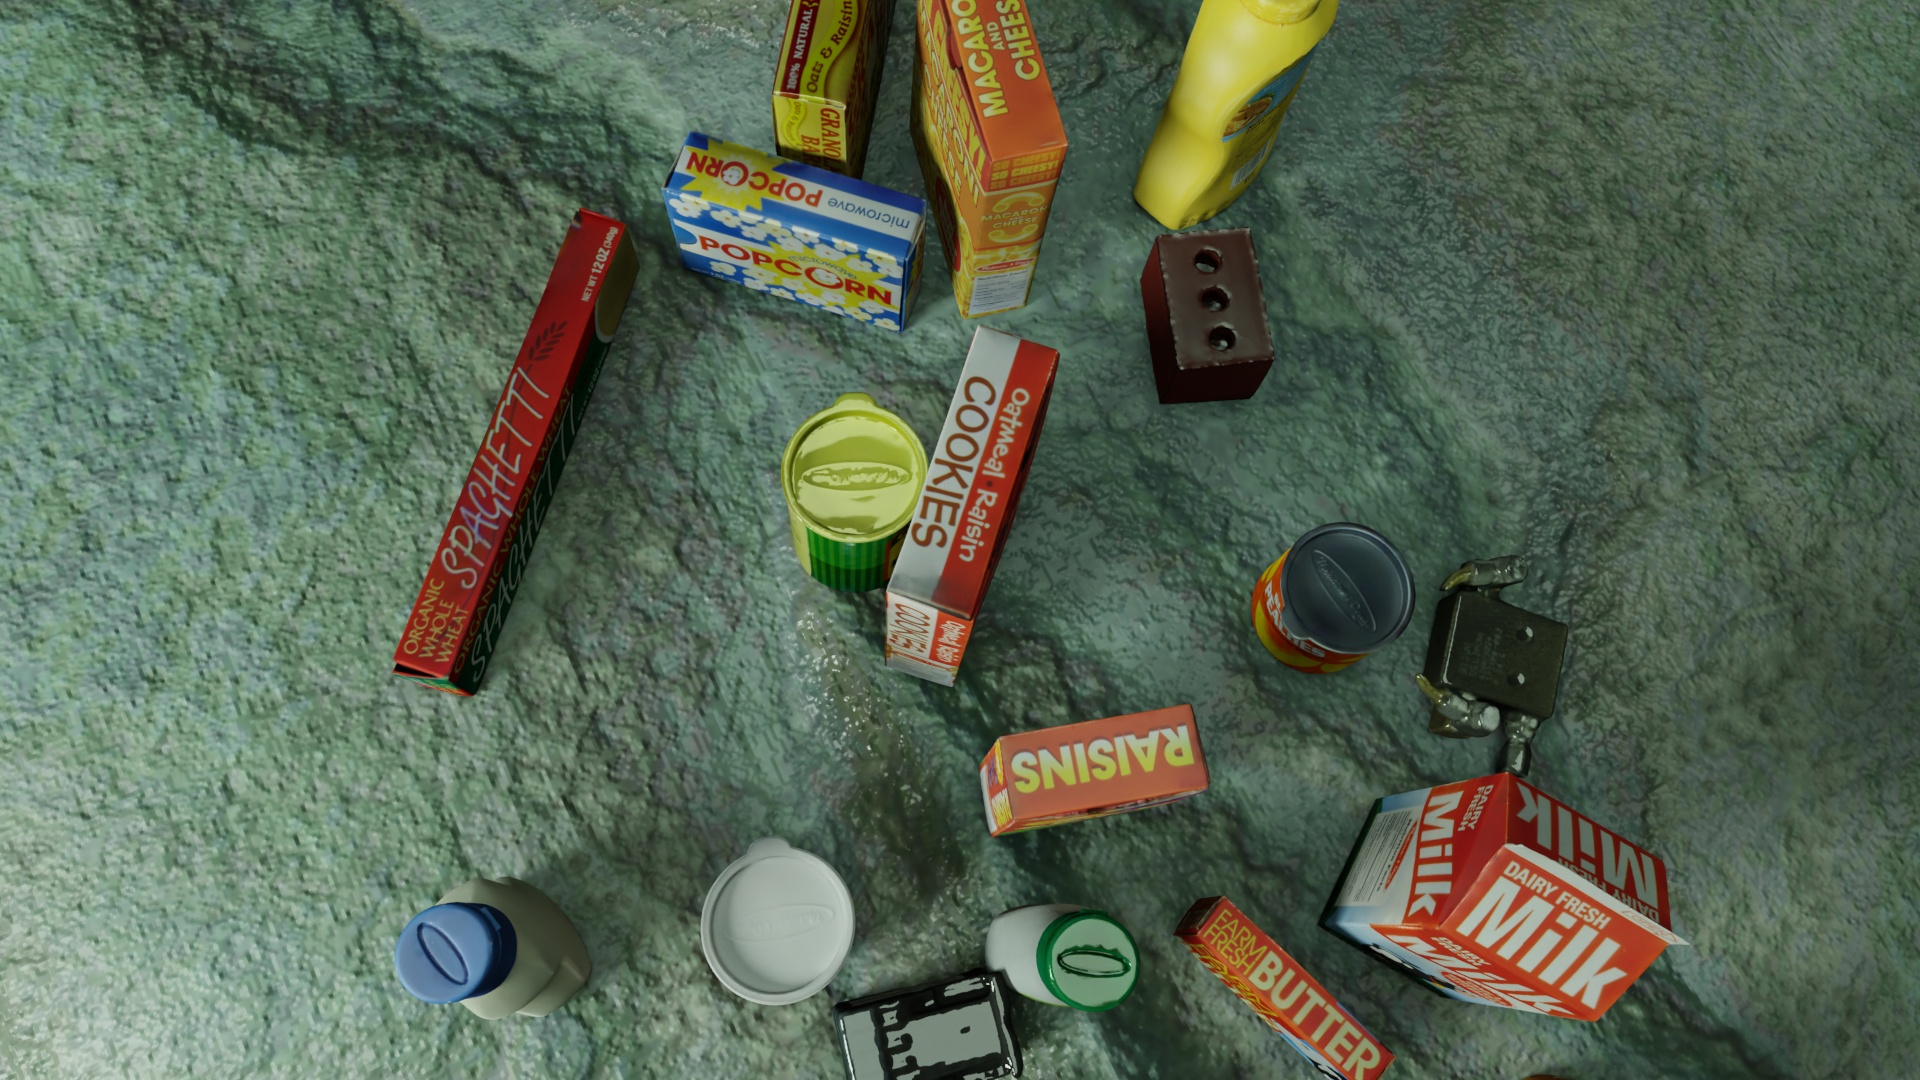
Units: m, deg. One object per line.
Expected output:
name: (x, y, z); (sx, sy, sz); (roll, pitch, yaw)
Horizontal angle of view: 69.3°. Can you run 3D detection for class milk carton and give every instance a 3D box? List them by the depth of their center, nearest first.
milk carton: (0.228, 0.152, 0.595); (0.072, 0.190, 0.073); (30, 75, 4)

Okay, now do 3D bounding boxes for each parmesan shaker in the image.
parmesan shaker: (-0.050, -0.020, 0.670); (0.071, 0.103, 0.071); (1, 75, -3)

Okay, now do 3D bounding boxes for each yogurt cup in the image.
yogurt cup: (-0.082, 0.176, 0.638); (0.072, 0.053, 0.072); (1, 74, -4)

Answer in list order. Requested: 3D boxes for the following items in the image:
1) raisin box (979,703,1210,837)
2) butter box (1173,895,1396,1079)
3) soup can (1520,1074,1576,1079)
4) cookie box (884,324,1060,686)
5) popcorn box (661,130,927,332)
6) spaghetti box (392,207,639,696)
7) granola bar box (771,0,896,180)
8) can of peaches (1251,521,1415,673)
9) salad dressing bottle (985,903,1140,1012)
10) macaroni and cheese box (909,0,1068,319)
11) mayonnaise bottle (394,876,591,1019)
raisin box: (0.056, 0.107, 0.631); (0.086, 0.123, 0.040); (-8, 76, -6)
butter box: (0.148, 0.209, 0.645); (0.103, 0.053, 0.024); (42, 76, 8)
soup can: (0.285, 0.278, 0.619); (0.071, 0.083, 0.071); (1, 75, -3)
cookie box: (0.002, -0.008, 0.637); (0.040, 0.167, 0.123); (17, 74, 1)
popcorn box: (-0.082, -0.157, 0.716); (0.127, 0.085, 0.038); (17, 74, 1)
spaghetti box: (-0.217, -0.045, 0.693); (0.029, 0.050, 0.251); (16, 74, 1)
granola bar box: (-0.062, -0.267, 0.728); (0.039, 0.124, 0.166); (10, 74, -1)
can of peaches: (0.183, 0.031, 0.695); (0.071, 0.058, 0.071); (1, 74, -4)
salad dressing bottle: (0.046, 0.179, 0.597); (0.064, 0.147, 0.044); (7, 75, -2)
macaroni and cheese box: (0.009, -0.201, 0.692); (0.040, 0.166, 0.124); (-13, 76, -7)
mayonnaise bottle: (-0.196, 0.171, 0.583); (0.041, 0.147, 0.065); (-40, 81, -13)
